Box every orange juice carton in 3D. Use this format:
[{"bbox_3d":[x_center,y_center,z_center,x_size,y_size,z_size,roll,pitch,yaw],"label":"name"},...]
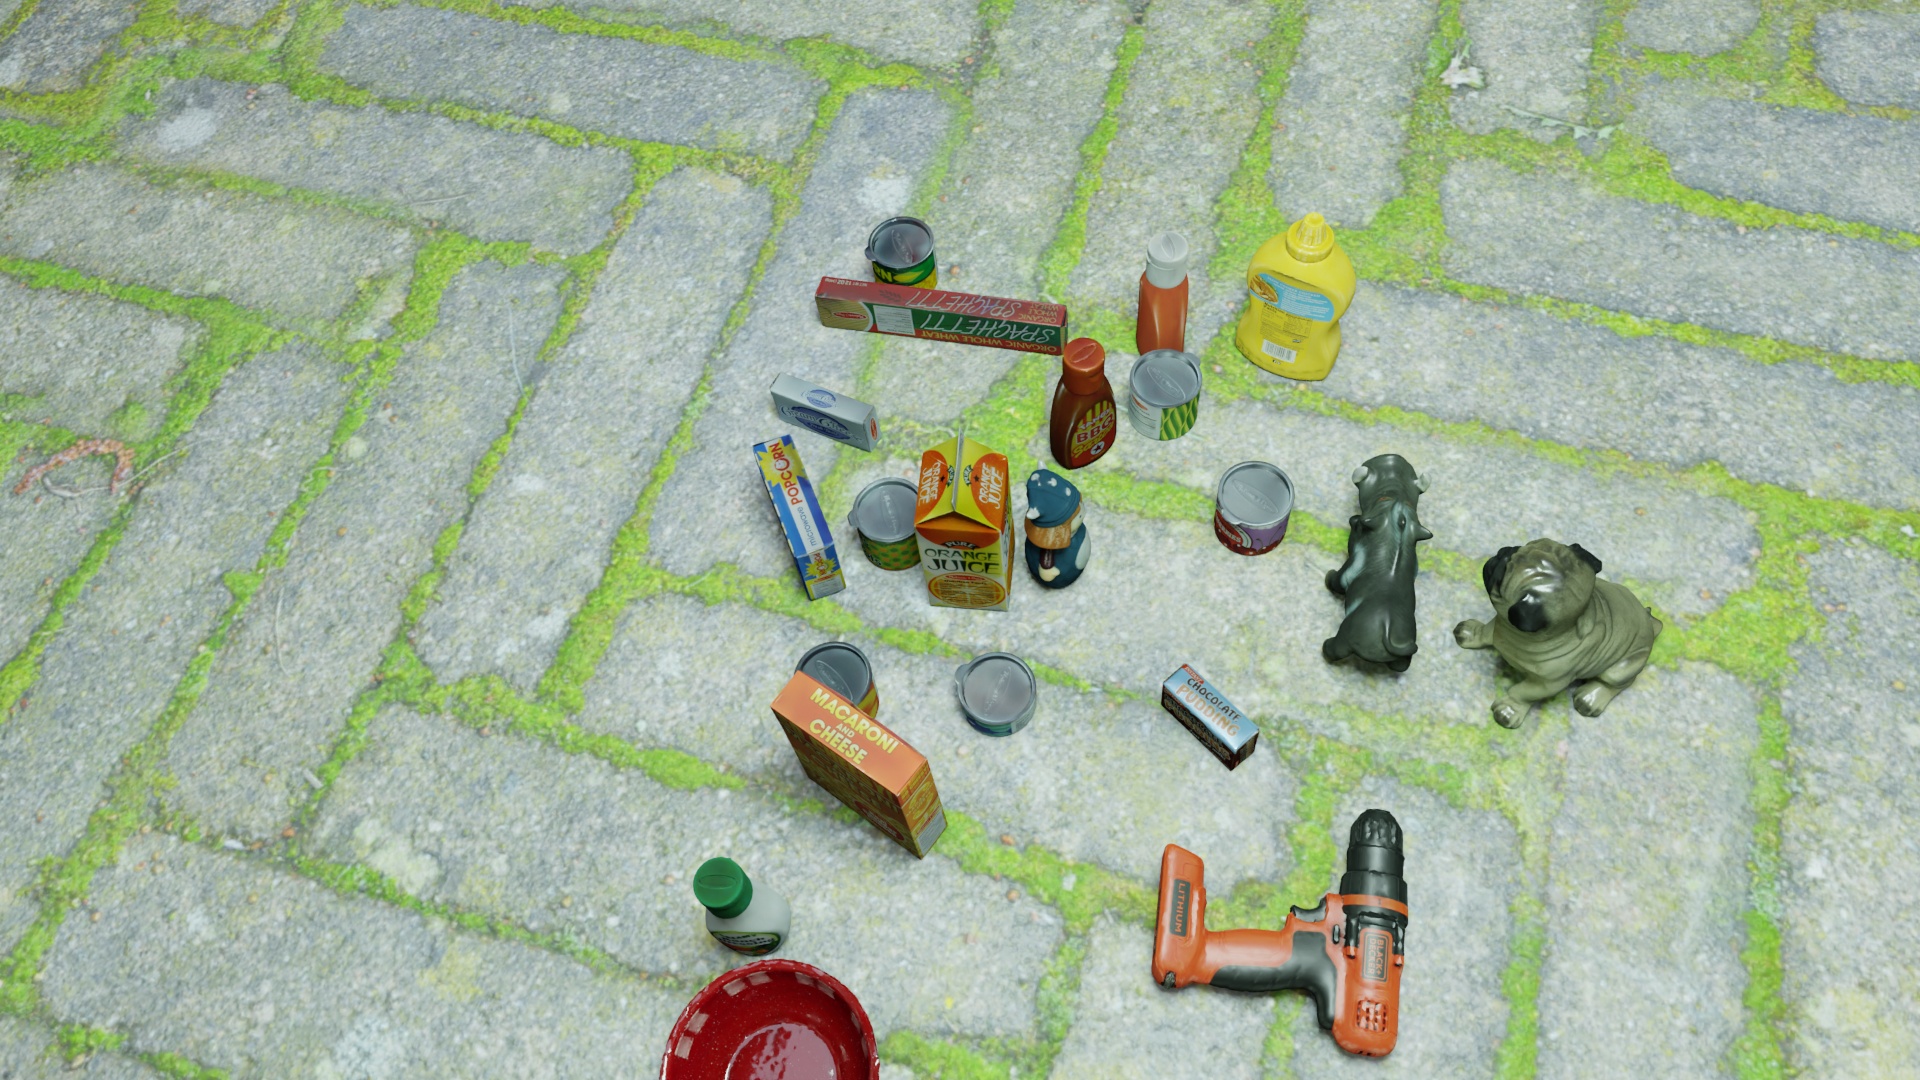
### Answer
[{"bbox_3d":[0.004,-0.015,1.166,0.073,0.191,0.072,3,62,7],"label":"orange juice carton"}]

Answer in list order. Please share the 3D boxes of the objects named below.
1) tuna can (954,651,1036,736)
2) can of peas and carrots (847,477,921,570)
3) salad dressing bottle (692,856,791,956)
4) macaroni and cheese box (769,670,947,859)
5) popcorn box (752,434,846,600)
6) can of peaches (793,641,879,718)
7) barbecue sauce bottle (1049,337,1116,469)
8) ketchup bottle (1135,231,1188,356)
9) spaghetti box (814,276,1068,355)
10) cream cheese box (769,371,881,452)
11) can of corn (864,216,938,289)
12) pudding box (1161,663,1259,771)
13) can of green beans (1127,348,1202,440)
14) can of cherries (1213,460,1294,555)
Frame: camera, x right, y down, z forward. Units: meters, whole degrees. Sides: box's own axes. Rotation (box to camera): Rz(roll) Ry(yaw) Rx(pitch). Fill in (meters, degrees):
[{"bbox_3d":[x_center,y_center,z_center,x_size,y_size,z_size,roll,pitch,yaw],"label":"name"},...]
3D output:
[{"bbox_3d":[0.029,0.130,1.175,0.071,0.032,0.071,-2,61,4],"label":"tuna can"},{"bbox_3d":[-0.063,-0.013,1.247,0.071,0.058,0.071,-2,61,4],"label":"can of peas and carrots"},{"bbox_3d":[-0.167,0.275,1.045,0.064,0.147,0.044,0,61,5],"label":"salad dressing bottle"},{"bbox_3d":[-0.076,0.176,1.081,0.124,0.165,0.040,32,68,20],"label":"macaroni and cheese box"},{"bbox_3d":[-0.144,-0.020,1.243,0.038,0.085,0.127,-21,61,-7],"label":"popcorn box"},{"bbox_3d":[-0.106,0.128,1.173,0.071,0.057,0.071,-2,61,4],"label":"can of peaches"},{"bbox_3d":[0.110,-0.124,1.244,0.065,0.148,0.044,-34,64,-13],"label":"barbecue sauce bottle"},{"bbox_3d":[0.189,-0.225,1.293,0.043,0.148,0.065,-13,61,-2],"label":"ketchup bottle"},{"bbox_3d":[-0.017,-0.220,1.364,0.250,0.050,0.029,8,62,9],"label":"spaghetti box"},{"bbox_3d":[-0.128,-0.121,1.316,0.104,0.053,0.024,21,65,16],"label":"cream cheese box"},{"bbox_3d":[-0.059,-0.281,1.396,0.071,0.058,0.071,-2,61,4],"label":"can of corn"},{"bbox_3d":[0.205,0.145,1.142,0.030,0.049,0.084,-39,65,-16],"label":"pudding box"},{"bbox_3d":[0.190,-0.135,1.295,0.071,0.057,0.071,-2,61,4],"label":"can of green beans"},{"bbox_3d":[0.256,-0.027,1.229,0.071,0.058,0.072,-2,61,4],"label":"can of cherries"}]
